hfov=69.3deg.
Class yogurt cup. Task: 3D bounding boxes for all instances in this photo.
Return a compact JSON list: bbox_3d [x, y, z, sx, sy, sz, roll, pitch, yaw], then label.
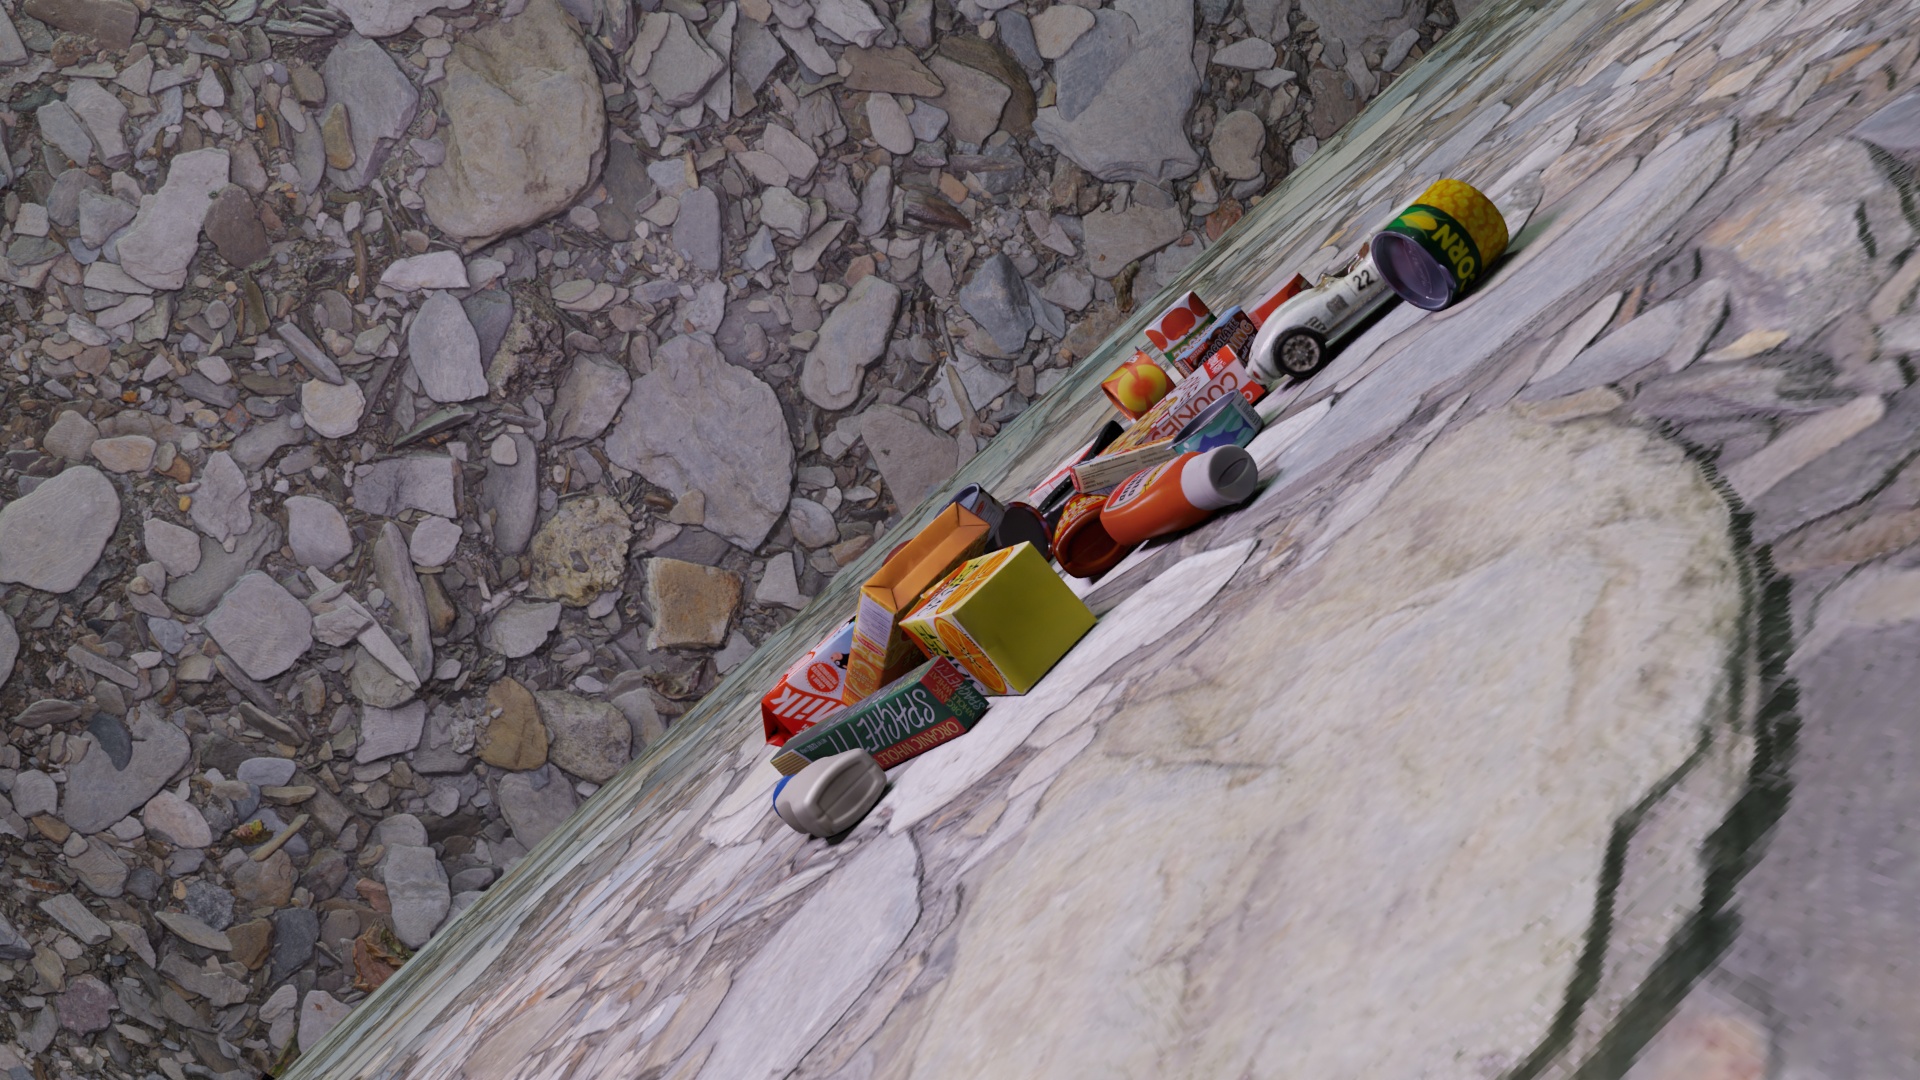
[{"bbox_3d":[0.281,-0.190,1.177,0.072,0.054,0.072,-41,5,4],"label":"yogurt cup"}]

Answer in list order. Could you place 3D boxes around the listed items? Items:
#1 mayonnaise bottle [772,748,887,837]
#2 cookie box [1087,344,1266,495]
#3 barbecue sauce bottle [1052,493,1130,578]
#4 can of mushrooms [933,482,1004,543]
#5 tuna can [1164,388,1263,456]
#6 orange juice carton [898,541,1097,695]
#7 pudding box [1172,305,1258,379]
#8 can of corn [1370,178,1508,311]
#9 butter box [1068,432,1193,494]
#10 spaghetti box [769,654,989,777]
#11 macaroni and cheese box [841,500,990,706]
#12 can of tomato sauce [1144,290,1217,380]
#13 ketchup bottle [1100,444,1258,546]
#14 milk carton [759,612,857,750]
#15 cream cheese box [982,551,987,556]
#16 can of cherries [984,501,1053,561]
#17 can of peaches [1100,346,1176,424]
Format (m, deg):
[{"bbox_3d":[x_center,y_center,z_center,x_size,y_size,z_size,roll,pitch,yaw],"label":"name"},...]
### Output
[{"bbox_3d":[-0.101,0.182,0.991,0.065,0.041,0.147,-42,4,-23],"label":"mayonnaise bottle"},{"bbox_3d":[0.183,-0.095,1.195,0.167,0.040,0.123,-41,6,13],"label":"cookie box"},{"bbox_3d":[0.101,-0.010,1.075,0.065,0.043,0.149,-38,6,7],"label":"barbecue sauce bottle"},{"bbox_3d":[0.004,-0.015,1.202,0.071,0.033,0.071,-44,19,19],"label":"can of mushrooms"},{"bbox_3d":[0.191,-0.079,1.046,0.071,0.033,0.071,-41,5,5],"label":"tuna can"},{"bbox_3d":[0.017,0.059,0.974,0.073,0.072,0.192,-42,6,-16],"label":"orange juice carton"},{"bbox_3d":[0.251,-0.182,1.344,0.084,0.049,0.030,-43,7,-18],"label":"pudding box"},{"bbox_3d":[0.317,-0.194,0.913,0.058,0.071,0.071,-42,5,-9],"label":"can of corn"},{"bbox_3d":[0.140,-0.062,1.107,0.103,0.024,0.053,-16,5,1],"label":"butter box"},{"bbox_3d":[-0.065,0.142,1.009,0.029,0.050,0.249,-48,8,-37],"label":"spaghetti box"},{"bbox_3d":[-0.039,0.063,1.152,0.124,0.040,0.165,-43,-20,-35],"label":"macaroni and cheese box"},{"bbox_3d":[0.239,-0.204,1.421,0.071,0.083,0.071,-41,5,4],"label":"can of tomato sauce"},{"bbox_3d":[0.148,-0.032,0.928,0.065,0.043,0.148,-43,6,-18],"label":"ketchup bottle"},{"bbox_3d":[-0.116,0.133,1.303,0.190,0.073,0.073,-39,6,27],"label":"milk carton"},{"bbox_3d":[0.007,0.045,1.235,0.024,0.053,0.103,-47,7,-32],"label":"cream cheese box"},{"bbox_3d":[0.043,0.005,1.246,0.058,0.071,0.072,-29,13,50],"label":"can of cherries"},{"bbox_3d":[0.193,-0.166,1.511,0.058,0.071,0.071,-43,5,2],"label":"can of peaches"}]
